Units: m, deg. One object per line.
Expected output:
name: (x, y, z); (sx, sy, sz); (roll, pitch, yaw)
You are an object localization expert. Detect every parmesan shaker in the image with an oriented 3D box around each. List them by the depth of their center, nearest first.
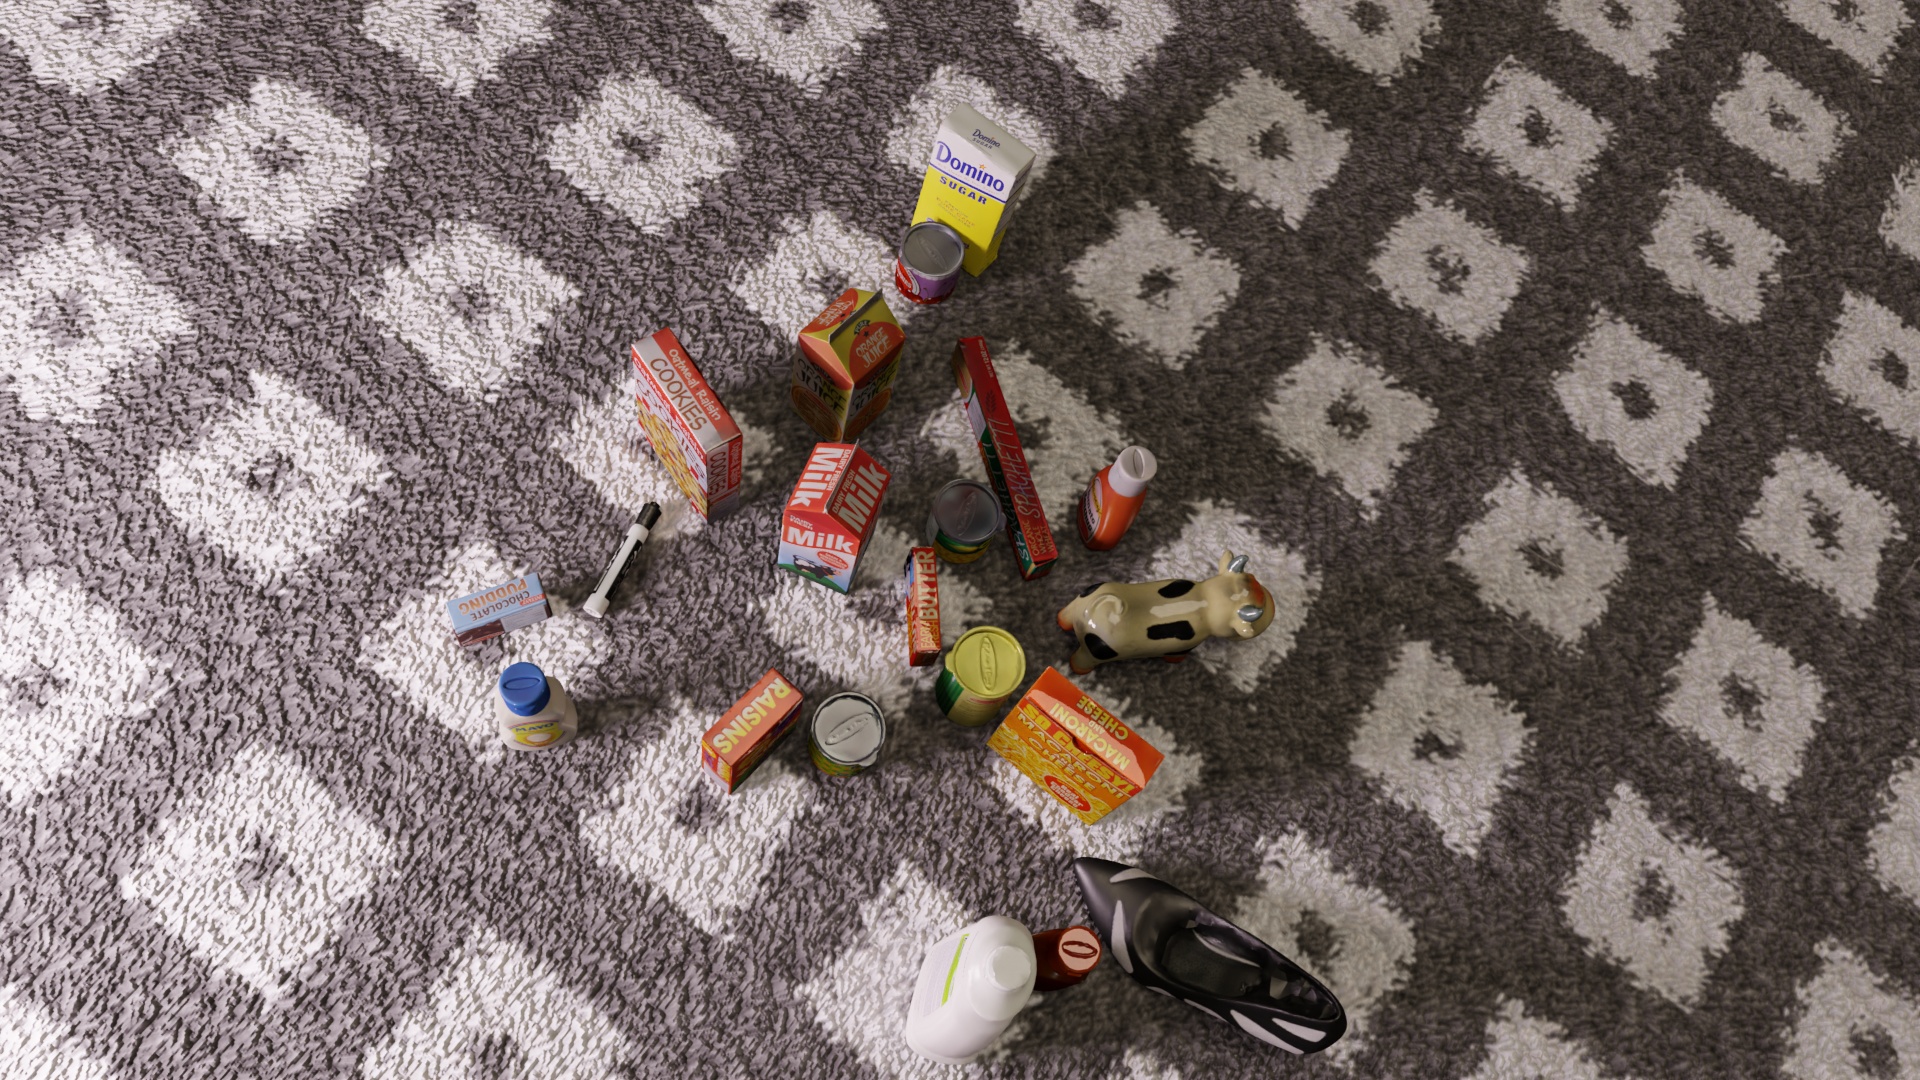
parmesan shaker: (0.014, 0.123, 1.253); (0.071, 0.102, 0.071); (4, 68, -9)

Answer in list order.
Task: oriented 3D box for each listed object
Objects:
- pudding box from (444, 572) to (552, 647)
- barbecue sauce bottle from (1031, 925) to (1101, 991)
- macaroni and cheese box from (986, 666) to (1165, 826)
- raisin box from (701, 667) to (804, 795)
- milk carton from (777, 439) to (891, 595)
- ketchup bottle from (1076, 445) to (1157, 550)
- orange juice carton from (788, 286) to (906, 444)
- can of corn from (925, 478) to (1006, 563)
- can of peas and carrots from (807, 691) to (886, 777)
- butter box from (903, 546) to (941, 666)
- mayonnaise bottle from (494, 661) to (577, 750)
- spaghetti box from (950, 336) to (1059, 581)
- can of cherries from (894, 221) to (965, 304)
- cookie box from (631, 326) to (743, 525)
pudding box: (-0.408, 0.062, 1.228); (0.084, 0.049, 0.030); (-20, 73, -17)
barbecue sauce bottle: (0.081, 0.346, 1.150); (0.065, 0.148, 0.044); (12, 67, -5)
macaroni and cheese box: (0.096, 0.183, 1.209); (0.124, 0.165, 0.040); (38, 67, 6)
raisin box: (-0.179, 0.165, 1.189); (0.040, 0.123, 0.086); (43, 68, 8)
milk carton: (-0.113, -0.023, 1.241); (0.073, 0.189, 0.072); (23, 66, -1)
ketchup bottle: (0.149, -0.044, 1.321); (0.043, 0.148, 0.065); (-1, 69, -11)
orange juice carton: (-0.107, -0.166, 1.299); (0.073, 0.192, 0.072); (42, 68, 7)
can of corn: (0.005, -0.017, 1.332); (0.071, 0.058, 0.071); (4, 68, -9)
can of peas and carrots: (-0.100, 0.175, 1.235); (0.071, 0.058, 0.071); (4, 68, -9)
butter box: (-0.036, 0.062, 1.295); (0.024, 0.053, 0.104); (0, 68, -10)
mayonnaise bottle: (-0.356, 0.138, 1.153); (0.065, 0.147, 0.041); (-8, 70, -13)
spaghetti box: (0.042, -0.082, 1.370); (0.029, 0.050, 0.250); (-13, 71, -15)
can of cherries: (-0.035, -0.285, 1.433); (0.071, 0.058, 0.072); (4, 68, -9)
cookie box: (-0.247, -0.101, 1.260); (0.040, 0.166, 0.123); (-32, 77, -20)
